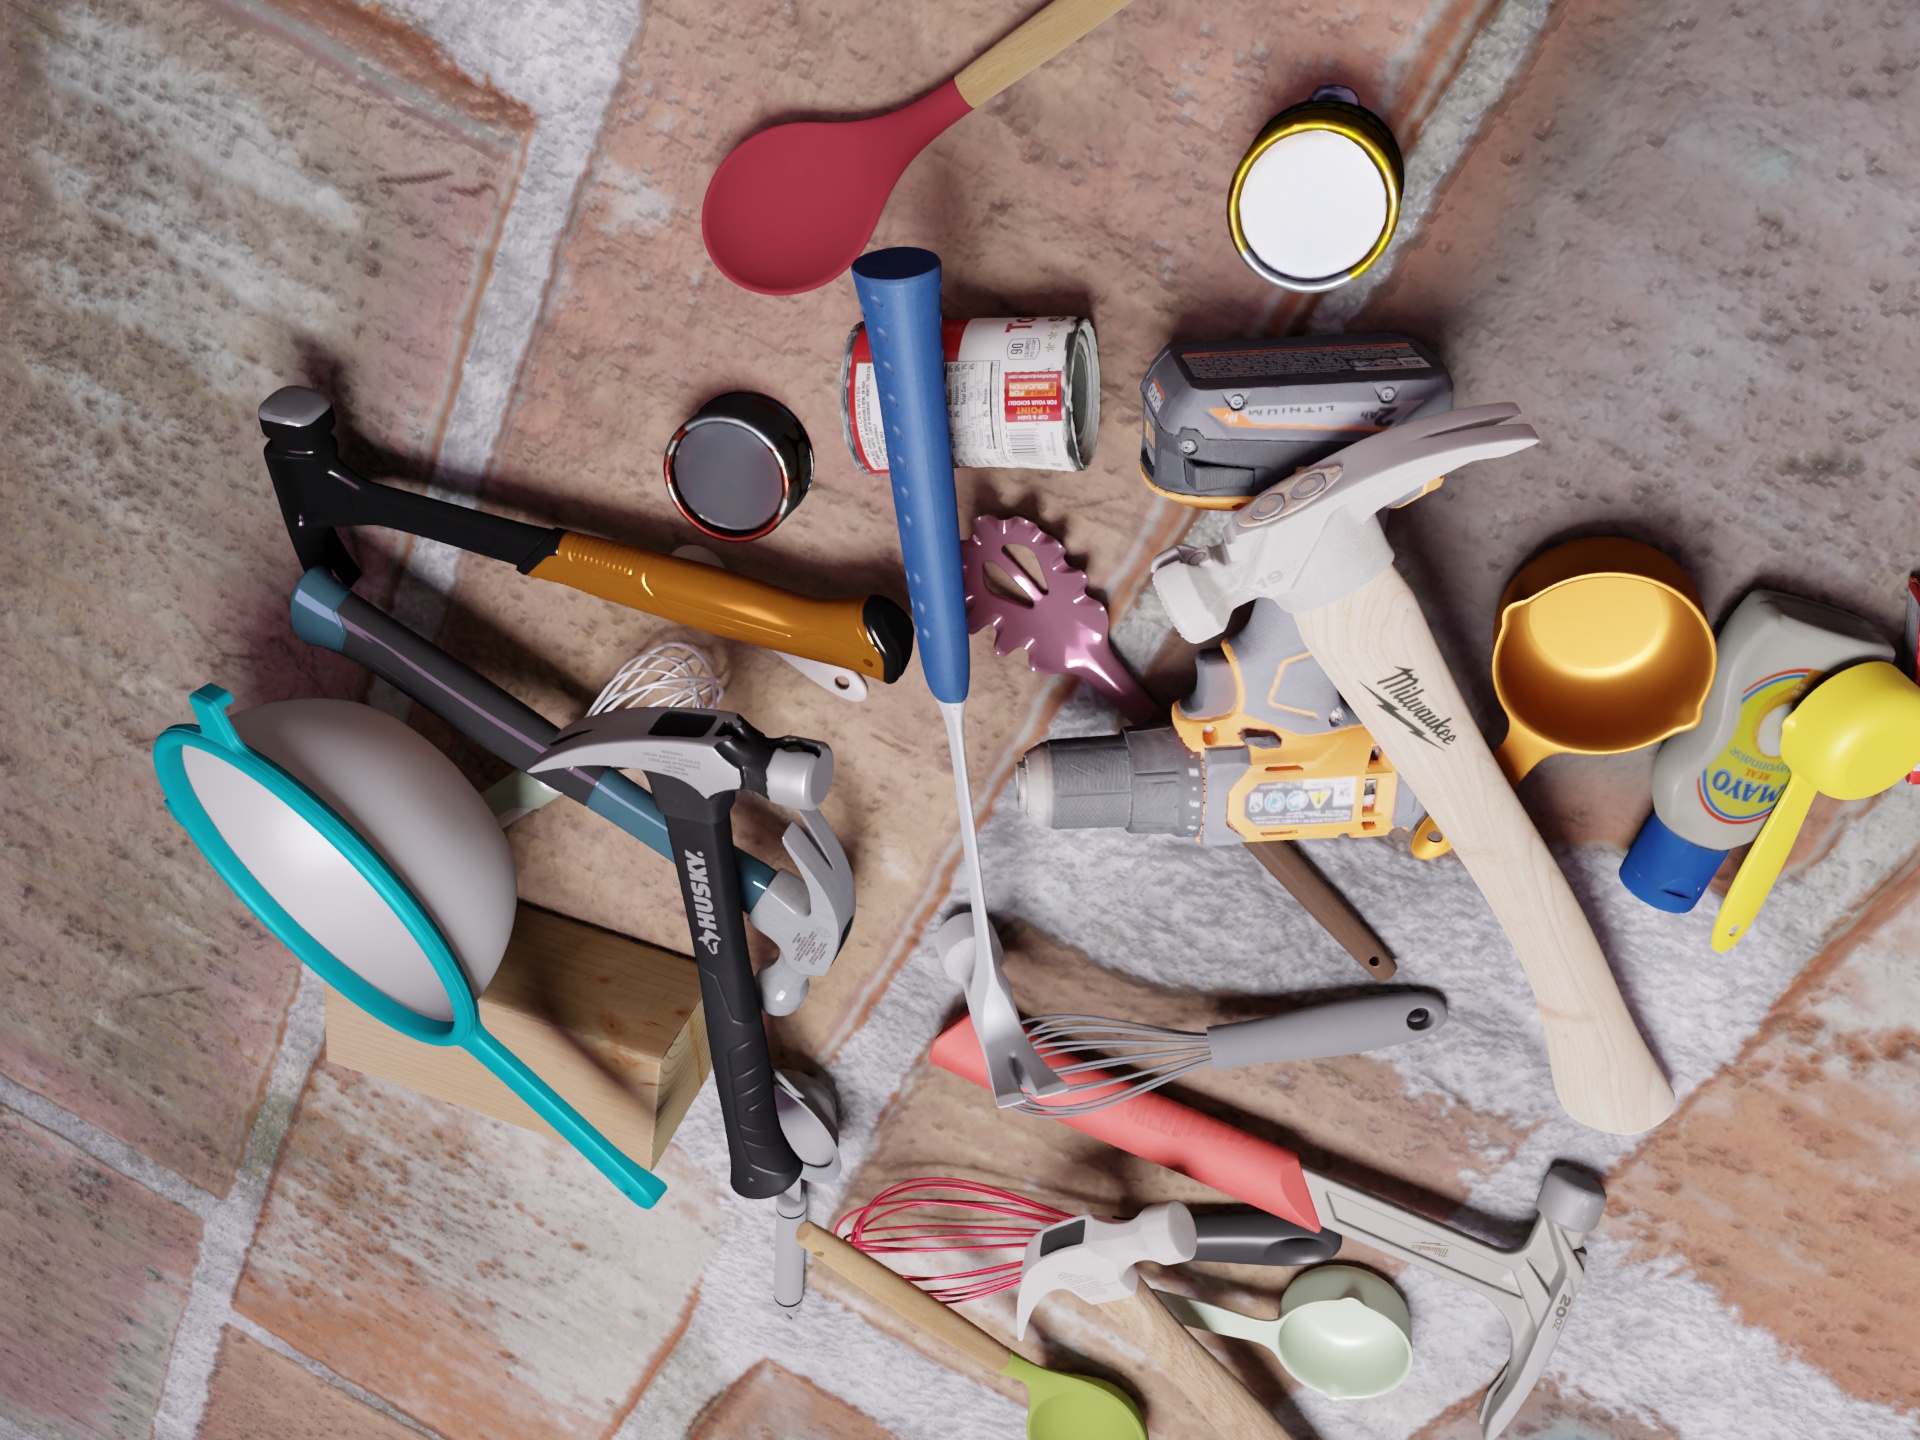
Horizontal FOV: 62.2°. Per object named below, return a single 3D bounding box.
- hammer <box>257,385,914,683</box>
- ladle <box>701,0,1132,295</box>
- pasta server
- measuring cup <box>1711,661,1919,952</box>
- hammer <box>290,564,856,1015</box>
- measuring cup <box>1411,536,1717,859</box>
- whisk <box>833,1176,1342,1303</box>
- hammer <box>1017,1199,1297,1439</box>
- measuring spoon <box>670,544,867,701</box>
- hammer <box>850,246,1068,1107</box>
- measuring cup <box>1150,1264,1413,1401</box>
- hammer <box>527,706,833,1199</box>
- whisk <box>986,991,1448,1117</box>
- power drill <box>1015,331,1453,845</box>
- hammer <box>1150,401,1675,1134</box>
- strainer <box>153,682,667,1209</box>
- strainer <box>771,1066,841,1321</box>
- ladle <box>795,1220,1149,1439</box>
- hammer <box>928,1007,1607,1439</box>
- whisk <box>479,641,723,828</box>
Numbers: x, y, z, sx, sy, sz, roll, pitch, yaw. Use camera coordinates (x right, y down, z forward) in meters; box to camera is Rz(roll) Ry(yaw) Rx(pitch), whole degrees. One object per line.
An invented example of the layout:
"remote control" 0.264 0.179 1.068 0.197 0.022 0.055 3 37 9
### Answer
"hammer" -0.185 -0.071 0.790 0.337 0.034 0.127 16 137 10
"ladle" 0.022 -0.273 0.651 0.315 0.031 0.069 -27 109 25
"pasta server" 0.109 0.020 0.772 0.060 0.040 0.316 -41 101 15
"measuring cup" 0.361 0.047 0.675 0.062 0.029 0.156 -3 125 -19
"hammer" -0.198 0.028 0.818 0.331 0.033 0.128 33 130 -3
"measuring cup" 0.256 -0.007 0.707 0.095 0.052 0.173 30 127 -2
"whisk" 0.070 0.300 0.922 0.296 0.073 0.073 -4 116 11
"hammer" 0.146 0.387 0.911 0.130 0.031 0.331 -23 120 29
"measuring spoon" -0.100 -0.045 0.812 0.124 0.018 0.034 35 121 -4
"hammer" -0.001 -0.002 0.709 0.035 0.144 0.405 -13 123 -8
"measuring cup" 0.176 0.340 0.920 0.167 0.038 0.083 9 119 15
"hammer" -0.126 0.133 0.822 0.146 0.035 0.334 10 129 16
"whisk" 0.130 0.166 0.822 0.239 0.055 0.055 -10 114 6
"power drill" 0.115 -0.045 0.690 0.185 0.084 0.226 -3 119 -2
"hammer" 0.241 0.050 0.689 0.146 0.038 0.410 -26 123 19
"strainer" -0.256 0.106 0.824 0.340 0.095 0.211 46 146 -7
"strainer" -0.103 0.288 0.977 0.087 0.050 0.258 26 130 27
"ladle" 0.009 0.371 0.918 0.078 0.062 0.319 -26 129 24
"hammer" 0.150 0.250 0.863 0.359 0.037 0.149 21 99 9
"whisk" -0.218 0.026 0.871 0.246 0.057 0.059 -29 75 32
